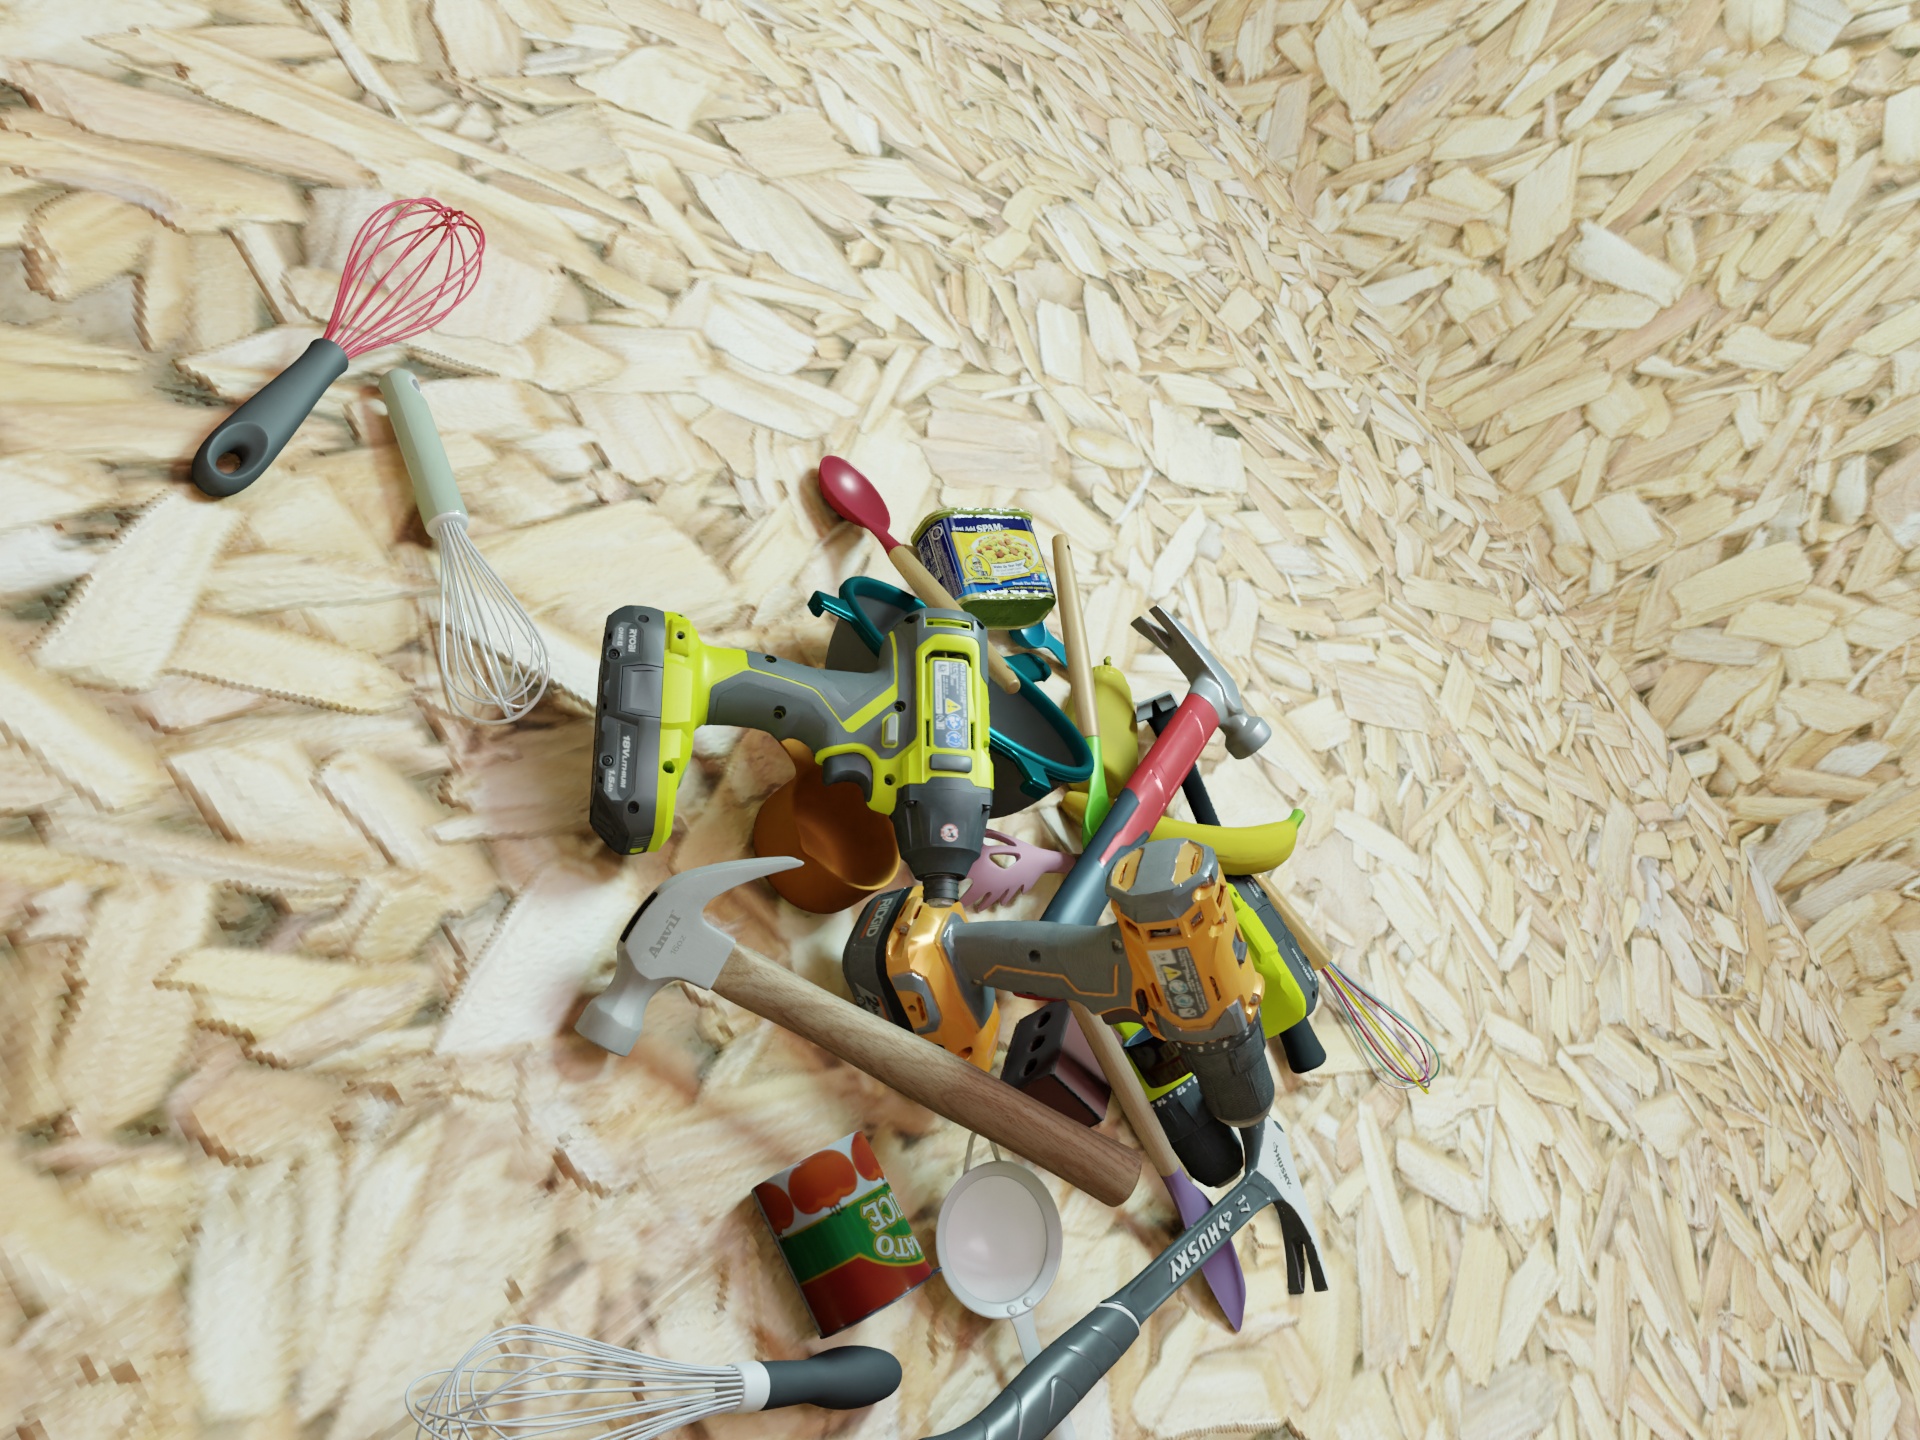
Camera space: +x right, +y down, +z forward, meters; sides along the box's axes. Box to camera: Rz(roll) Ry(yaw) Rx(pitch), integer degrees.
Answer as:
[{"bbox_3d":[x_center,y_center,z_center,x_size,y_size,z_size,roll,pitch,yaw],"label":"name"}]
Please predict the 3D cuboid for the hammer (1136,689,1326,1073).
[{"bbox_3d":[0.223,0.128,1.313,0.146,0.035,0.335,33,35,-71],"label":"hammer"}]

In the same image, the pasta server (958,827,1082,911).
[{"bbox_3d":[0.090,0.113,1.200,0.316,0.040,0.060,11,52,-52],"label":"pasta server"}]

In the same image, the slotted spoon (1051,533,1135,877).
[{"bbox_3d":[0.097,-0.007,1.221,0.070,0.031,0.314,30,47,-52],"label":"slotted spoon"}]

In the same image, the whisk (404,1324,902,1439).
[{"bbox_3d":[-0.124,0.306,0.726,0.284,0.070,0.070,21,45,-48],"label":"whisk"}]

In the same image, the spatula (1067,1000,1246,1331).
[{"bbox_3d":[0.126,0.270,1.030,0.315,0.018,0.060,62,28,-21],"label":"spatula"}]

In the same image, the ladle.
[{"bbox_3d":[-0.033,-0.107,1.144,0.069,0.031,0.316,22,20,-40],"label":"ladle"}]

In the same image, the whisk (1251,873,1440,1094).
[{"bbox_3d":[0.331,0.228,1.384,0.245,0.051,0.047,50,38,0],"label":"whisk"}]

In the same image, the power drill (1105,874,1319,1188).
[{"bbox_3d":[0.176,0.216,1.166,0.190,0.080,0.228,57,35,6],"label":"power drill"}]

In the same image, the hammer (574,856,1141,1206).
[{"bbox_3d":[-0.033,0.182,0.867,0.331,0.031,0.130,32,81,-20],"label":"hammer"}]

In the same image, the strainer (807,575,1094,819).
[{"bbox_3d":[-0.002,-0.004,1.140,0.211,0.095,0.340,40,13,9],"label":"strainer"}]

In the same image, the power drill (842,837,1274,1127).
[{"bbox_3d":[0.066,0.167,0.928,0.185,0.226,0.084,67,26,-25],"label":"power drill"}]

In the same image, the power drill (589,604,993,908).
[{"bbox_3d":[-0.092,0.017,0.899,0.223,0.080,0.171,4,71,-14],"label":"power drill"}]

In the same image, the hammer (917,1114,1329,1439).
[{"bbox_3d":[0.102,0.342,0.919,0.409,0.036,0.149,-18,84,-52],"label":"hammer"}]

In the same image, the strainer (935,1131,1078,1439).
[{"bbox_3d":[0.039,0.359,0.894,0.087,0.050,0.259,-8,72,-35],"label":"strainer"}]

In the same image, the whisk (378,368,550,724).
[{"bbox_3d":[-0.289,-0.103,0.902,0.057,0.059,0.247,72,-7,-67],"label":"whisk"}]

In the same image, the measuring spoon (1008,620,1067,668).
[{"bbox_3d":[0.078,-0.054,1.350,0.128,0.021,0.042,41,42,-36],"label":"measuring spoon"}]

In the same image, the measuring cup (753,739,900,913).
[{"bbox_3d":[-0.109,0.042,0.987,0.173,0.052,0.095,55,33,5],"label":"measuring cup"}]

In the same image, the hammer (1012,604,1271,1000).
[{"bbox_3d":[0.116,0.057,1.146,0.143,0.038,0.386,48,41,-7],"label":"hammer"}]

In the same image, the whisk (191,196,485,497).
[{"bbox_3d":[-0.354,-0.220,0.915,0.073,0.073,0.296,40,42,-21],"label":"whisk"}]
